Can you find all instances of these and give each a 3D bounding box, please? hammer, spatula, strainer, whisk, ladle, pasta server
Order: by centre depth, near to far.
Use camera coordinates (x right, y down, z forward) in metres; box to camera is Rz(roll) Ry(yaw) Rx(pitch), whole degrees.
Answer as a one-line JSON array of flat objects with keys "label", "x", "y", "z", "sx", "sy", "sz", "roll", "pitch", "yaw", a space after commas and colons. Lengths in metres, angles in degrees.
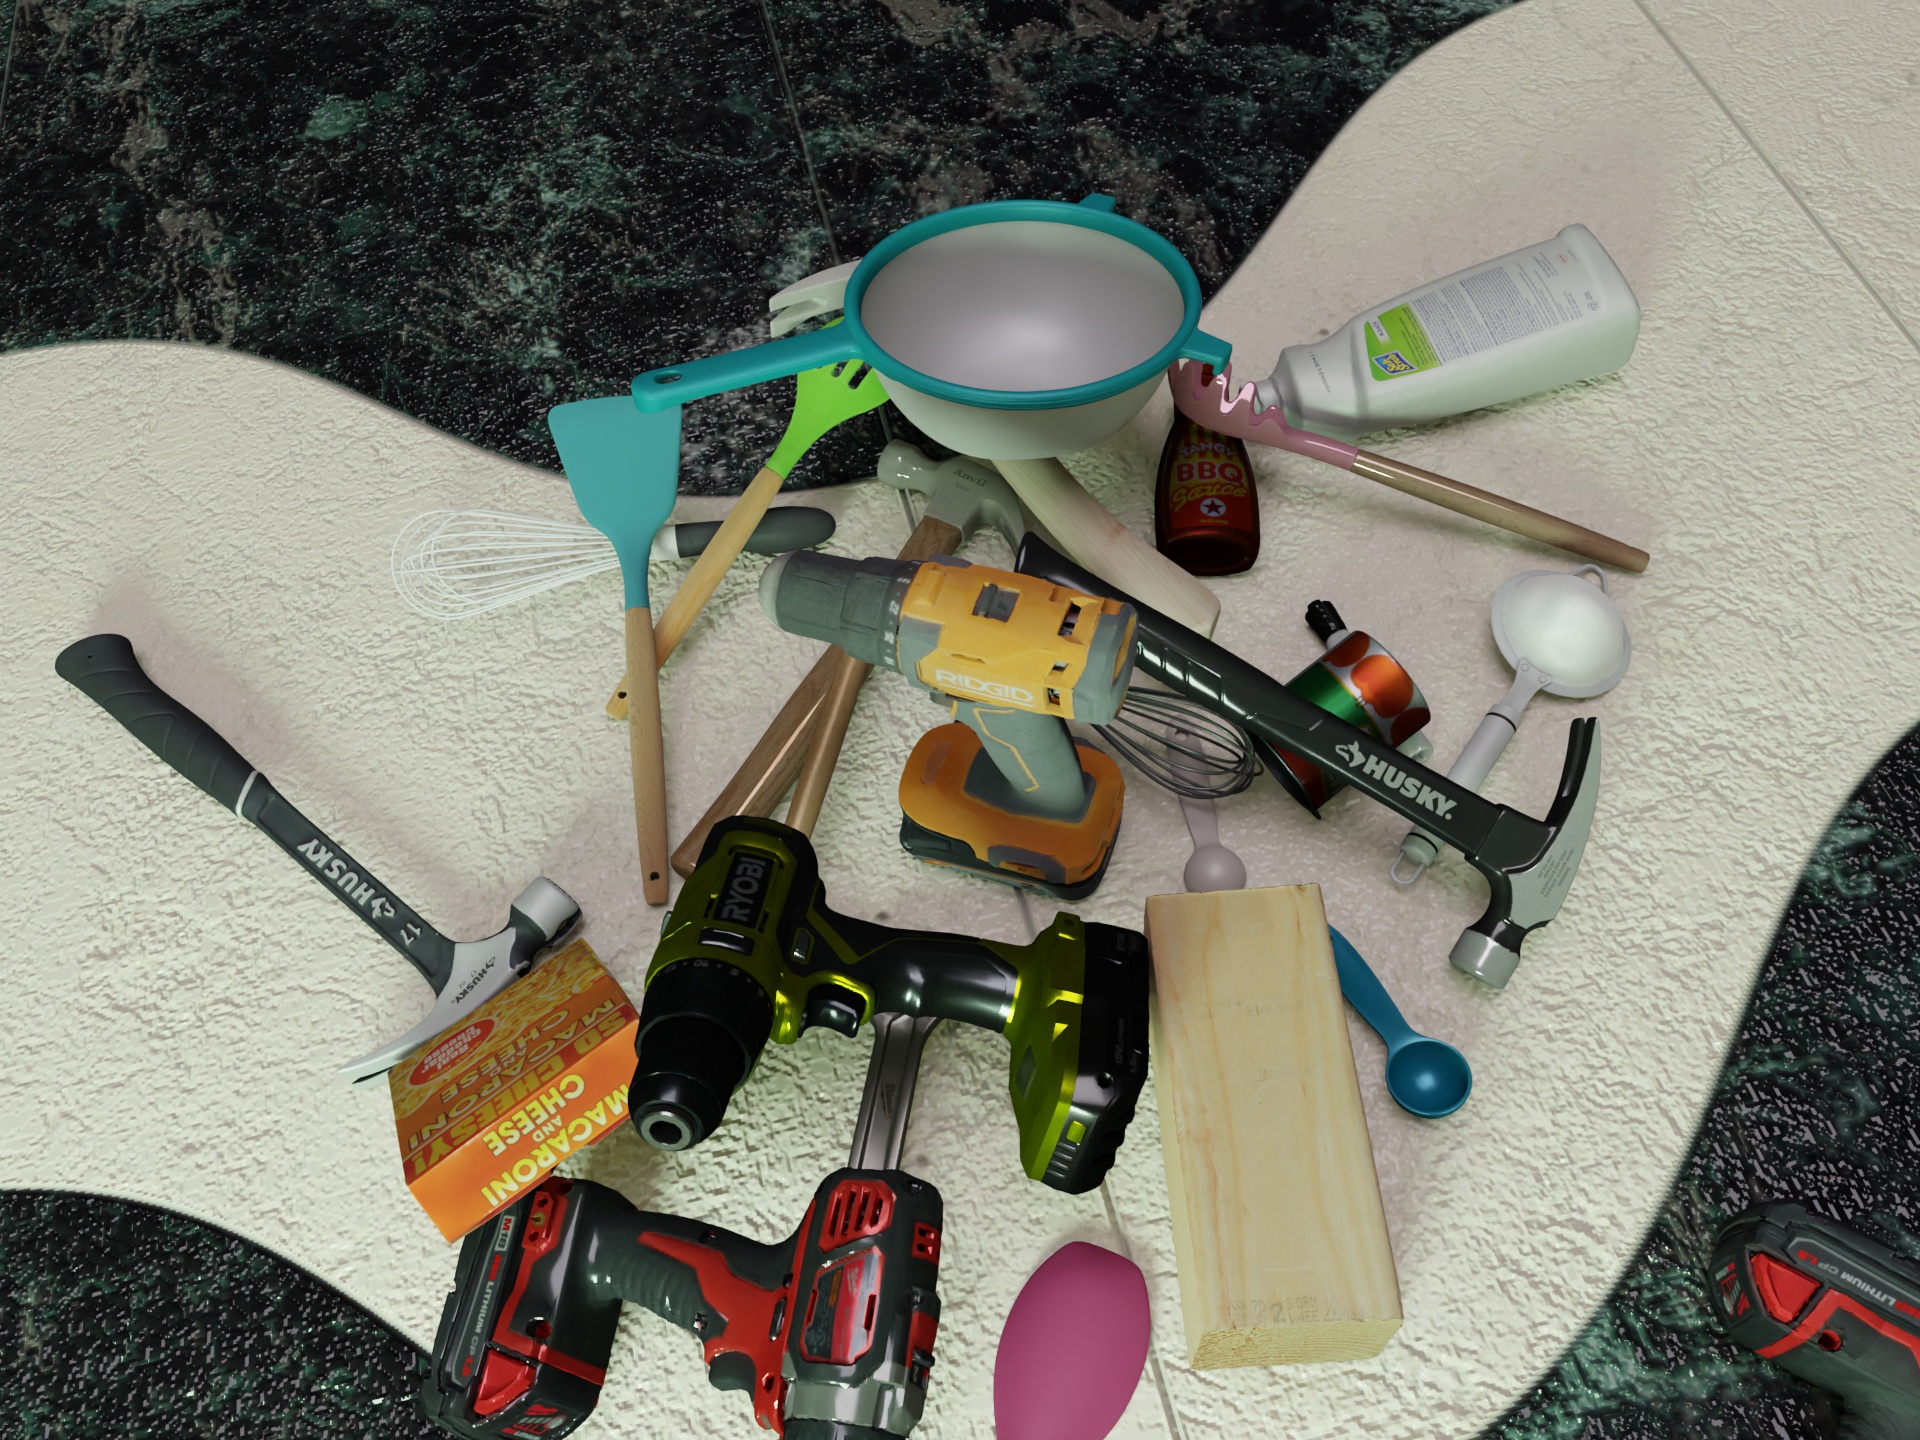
[{"label": "hammer", "x": -0.047, "y": 0.285, "z": 0.760, "sx": 0.149, "sy": 0.036, "sz": 0.359, "roll": 6, "pitch": 58, "yaw": 10}, {"label": "hammer", "x": 0.173, "y": -0.006, "z": 0.832, "sx": 0.335, "sy": 0.035, "sz": 0.146, "roll": 30, "pitch": 90, "yaw": 2}, {"label": "ladle", "x": -0.102, "y": 0.060, "z": 0.875, "sx": 0.062, "sy": 0.078, "sz": 0.320, "roll": 24, "pitch": 65, "yaw": -15}, {"label": "strainer", "x": 0.314, "y": -0.006, "z": 0.904, "sx": 0.087, "sy": 0.050, "sz": 0.258, "roll": 36, "pitch": 70, "yaw": 9}, {"label": "whisk", "x": 0.063, "y": -0.018, "z": 0.911, "sx": 0.239, "sy": 0.055, "sz": 0.055, "roll": 26, "pitch": 64, "yaw": 19}, {"label": "hammer", "x": -0.414, "y": 0.059, "z": 0.947, "sx": 0.409, "sy": 0.036, "sz": 0.149, "roll": 32, "pitch": 67, "yaw": 24}, {"label": "spatula", "x": -0.194, "y": -0.046, "z": 0.950, "sx": 0.082, "sy": 0.044, "sz": 0.318, "roll": -6, "pitch": 69, "yaw": -7}, {"label": "strainer", "x": -0.023, "y": -0.205, "z": 0.957, "sx": 0.340, "sy": 0.095, "sz": 0.211, "roll": -16, "pitch": 49, "yaw": -11}, {"label": "hammer", "x": -0.066, "y": -0.035, "z": 0.968, "sx": 0.130, "sy": 0.031, "sz": 0.331, "roll": 24, "pitch": 64, "yaw": 20}, {"label": "pasta server", "x": 0.270, "y": -0.158, "z": 0.975, "sx": 0.316, "sy": 0.040, "sz": 0.060, "roll": 21, "pitch": 26, "yaw": 6}, {"label": "hammer", "x": 0.023, "y": -0.175, "z": 1.013, "sx": 0.146, "sy": 0.038, "sz": 0.411, "roll": -22, "pitch": 54, "yaw": -19}, {"label": "whisk", "x": -0.222, "y": -0.110, "z": 1.023, "sx": 0.284, "sy": 0.070, "sz": 0.070, "roll": -6, "pitch": 57, "yaw": -3}]

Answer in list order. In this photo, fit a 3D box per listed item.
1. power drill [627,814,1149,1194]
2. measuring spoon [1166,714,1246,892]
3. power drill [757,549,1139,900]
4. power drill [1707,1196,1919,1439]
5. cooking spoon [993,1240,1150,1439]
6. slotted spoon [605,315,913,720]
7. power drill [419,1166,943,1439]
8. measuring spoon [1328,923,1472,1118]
[{"label": "power drill", "x": -0.033, "y": 0.139, "z": 0.735, "sx": 0.228, "sy": 0.080, "sz": 0.191, "roll": 14, "pitch": 32, "yaw": -2}, {"label": "measuring spoon", "x": 0.135, "y": 0.045, "z": 0.902, "sx": 0.034, "sy": 0.018, "sz": 0.124, "roll": -9, "pitch": 56, "yaw": 1}, {"label": "power drill", "x": -0.001, "y": -0.003, "z": 0.824, "sx": 0.185, "sy": 0.226, "sz": 0.084, "roll": 14, "pitch": 60, "yaw": 15}, {"label": "power drill", "x": 0.343, "y": 0.325, "z": 0.671, "sx": 0.143, "sy": 0.078, "sz": 0.220, "roll": 25, "pitch": 67, "yaw": 21}, {"label": "cooking spoon", "x": 0.009, "y": 0.384, "z": 0.701, "sx": 0.069, "sy": 0.017, "sz": 0.319, "roll": 17, "pitch": 61, "yaw": 17}, {"label": "slotted spoon", "x": -0.129, "y": -0.133, "z": 0.998, "sx": 0.070, "sy": 0.031, "sz": 0.314, "roll": 31, "pitch": 81, "yaw": 12}, {"label": "power drill", "x": -0.121, "y": 0.293, "z": 0.706, "sx": 0.227, "sy": 0.080, "sz": 0.188, "roll": -4, "pitch": 57, "yaw": 21}, {"label": "measuring spoon", "x": 0.217, "y": 0.155, "z": 0.828, "sx": 0.042, "sy": 0.021, "sz": 0.129, "roll": -25, "pitch": 49, "yaw": -9}]
